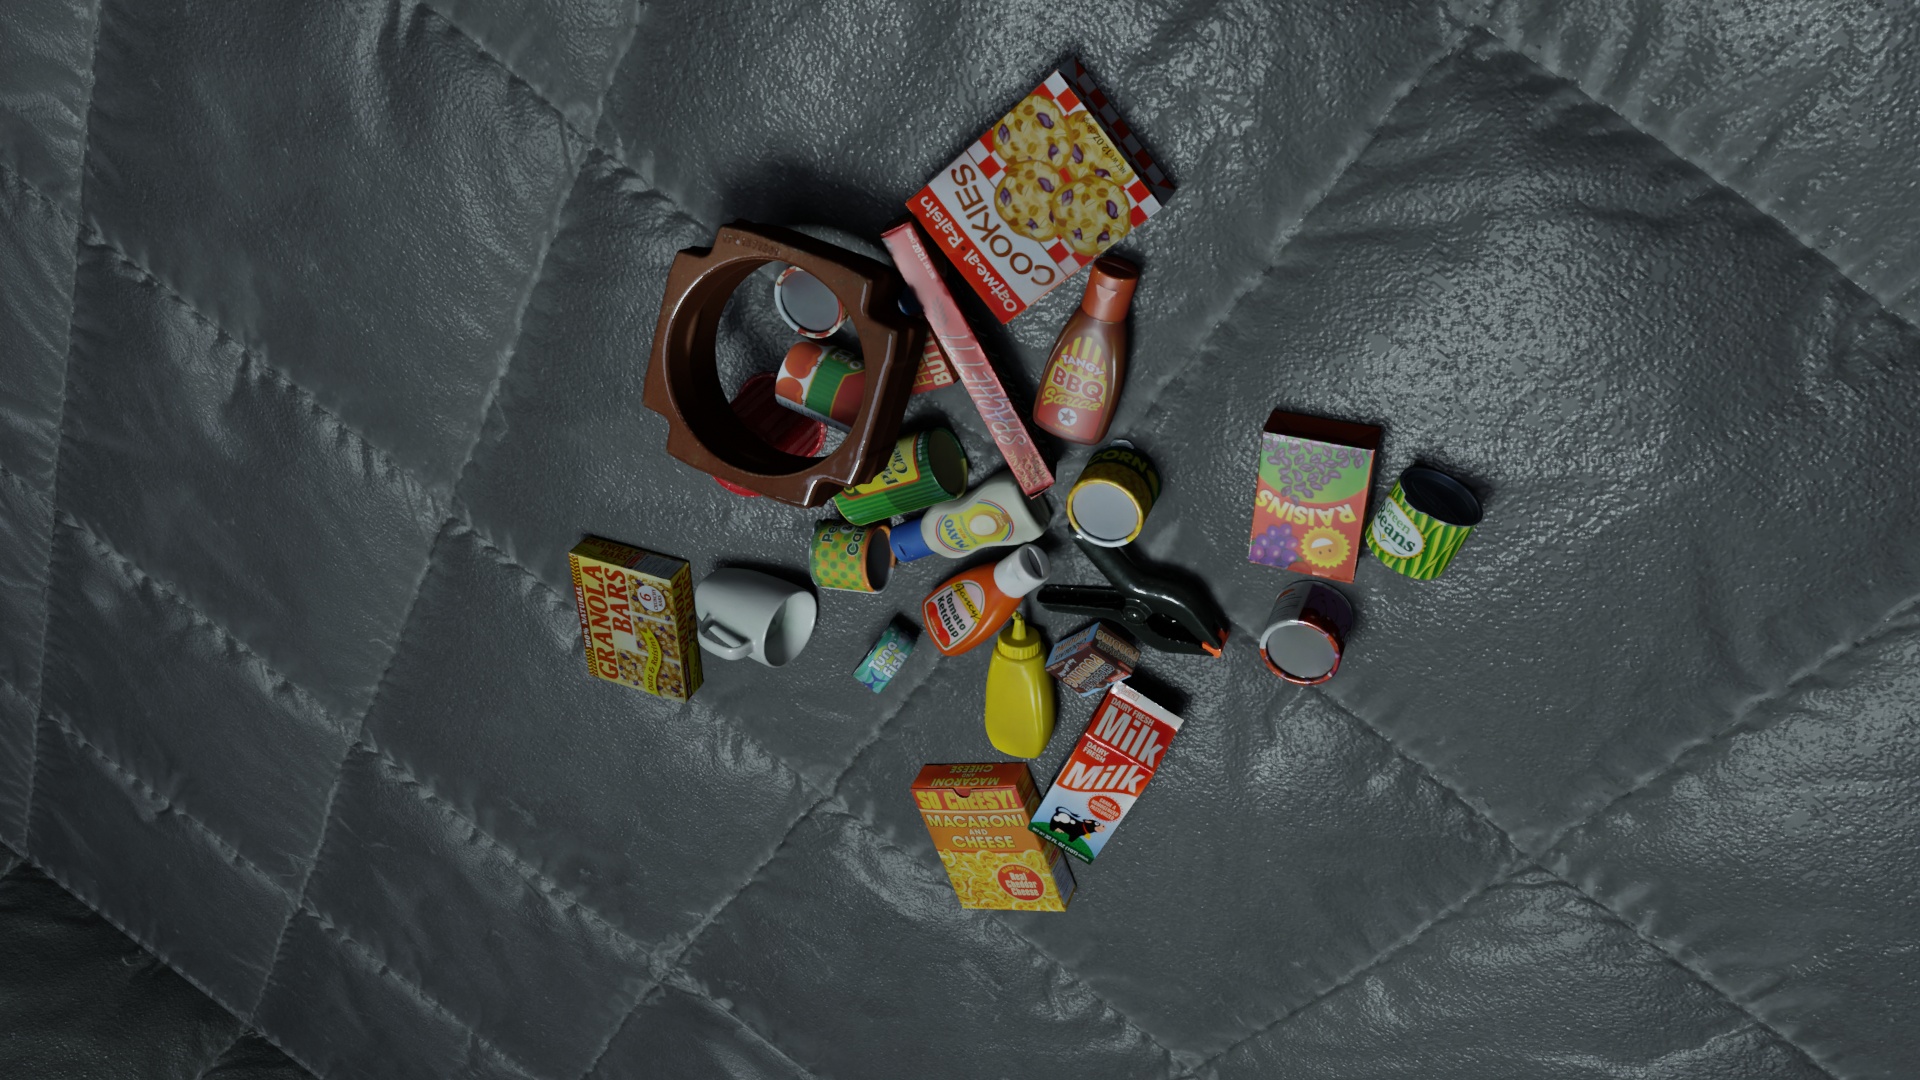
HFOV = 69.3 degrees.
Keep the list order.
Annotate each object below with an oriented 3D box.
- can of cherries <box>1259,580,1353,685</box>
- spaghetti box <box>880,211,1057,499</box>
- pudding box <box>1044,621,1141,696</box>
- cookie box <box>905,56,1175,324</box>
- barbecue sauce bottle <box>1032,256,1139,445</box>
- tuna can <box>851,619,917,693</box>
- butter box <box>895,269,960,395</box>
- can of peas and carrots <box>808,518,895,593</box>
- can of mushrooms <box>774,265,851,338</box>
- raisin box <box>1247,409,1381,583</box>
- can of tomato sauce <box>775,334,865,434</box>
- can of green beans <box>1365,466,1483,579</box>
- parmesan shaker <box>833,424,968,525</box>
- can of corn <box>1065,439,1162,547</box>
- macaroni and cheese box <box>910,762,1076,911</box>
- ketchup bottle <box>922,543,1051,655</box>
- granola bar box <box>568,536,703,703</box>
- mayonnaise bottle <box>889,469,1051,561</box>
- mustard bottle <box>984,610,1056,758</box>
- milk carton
[{"bbox_3d":[0.286,0.078,1.138,0.071,0.059,0.071,13,126,19],"label":"can of cherries"},{"bbox_3d":[0.011,-0.148,1.122,0.028,0.050,0.249,-25,111,16],"label":"spaghetti box"},{"bbox_3d":[0.118,0.107,1.241,0.049,0.030,0.083,35,150,-12],"label":"pudding box"},{"bbox_3d":[0.056,-0.256,1.039,0.167,0.040,0.123,-32,104,38],"label":"cookie box"},{"bbox_3d":[0.103,-0.149,1.087,0.065,0.044,0.147,24,128,12],"label":"barbecue sauce bottle"},{"bbox_3d":[-0.072,0.112,1.331,0.033,0.071,0.070,36,130,-2],"label":"tuna can"},{"bbox_3d":[-0.042,-0.174,1.154,0.053,0.024,0.103,-12,115,33],"label":"butter box"},{"bbox_3d":[-0.099,0.012,1.280,0.059,0.071,0.070,5,123,23],"label":"can of peas and carrots"},{"bbox_3d":[-0.119,-0.206,1.164,0.071,0.034,0.070,13,126,19],"label":"can of mushrooms"},{"bbox_3d":[0.275,-0.033,1.082,0.086,0.040,0.122,12,126,18],"label":"raisin box"},{"bbox_3d":[-0.106,-0.133,1.187,0.083,0.071,0.070,24,129,11],"label":"can of tomato sauce"},{"bbox_3d":[0.347,-0.013,1.042,0.071,0.071,0.057,28,130,7],"label":"can of green beans"},{"bbox_3d":[-0.053,-0.059,1.210,0.103,0.072,0.071,-15,114,30],"label":"parmesan shaker"},{"bbox_3d":[0.126,-0.039,1.140,0.071,0.058,0.070,13,126,18],"label":"can of corn"},{"bbox_3d":[0.035,0.307,1.429,0.123,0.040,0.165,-7,118,29],"label":"macaroni and cheese box"},{"bbox_3d":[0.024,0.049,1.242,0.148,0.044,0.065,-38,70,46],"label":"ketchup bottle"},{"bbox_3d":[-0.341,0.084,1.465,0.124,0.039,0.164,14,126,17],"label":"granola bar box"},{"bbox_3d":[0.004,-0.015,1.226,0.148,0.041,0.064,-18,113,34],"label":"mayonnaise bottle"},{"bbox_3d":[0.056,0.129,1.293,0.065,0.049,0.159,13,125,21],"label":"mustard bottle"},{"bbox_3d":[0.137,0.208,1.290,0.072,0.074,0.189,30,129,5],"label":"milk carton"}]
